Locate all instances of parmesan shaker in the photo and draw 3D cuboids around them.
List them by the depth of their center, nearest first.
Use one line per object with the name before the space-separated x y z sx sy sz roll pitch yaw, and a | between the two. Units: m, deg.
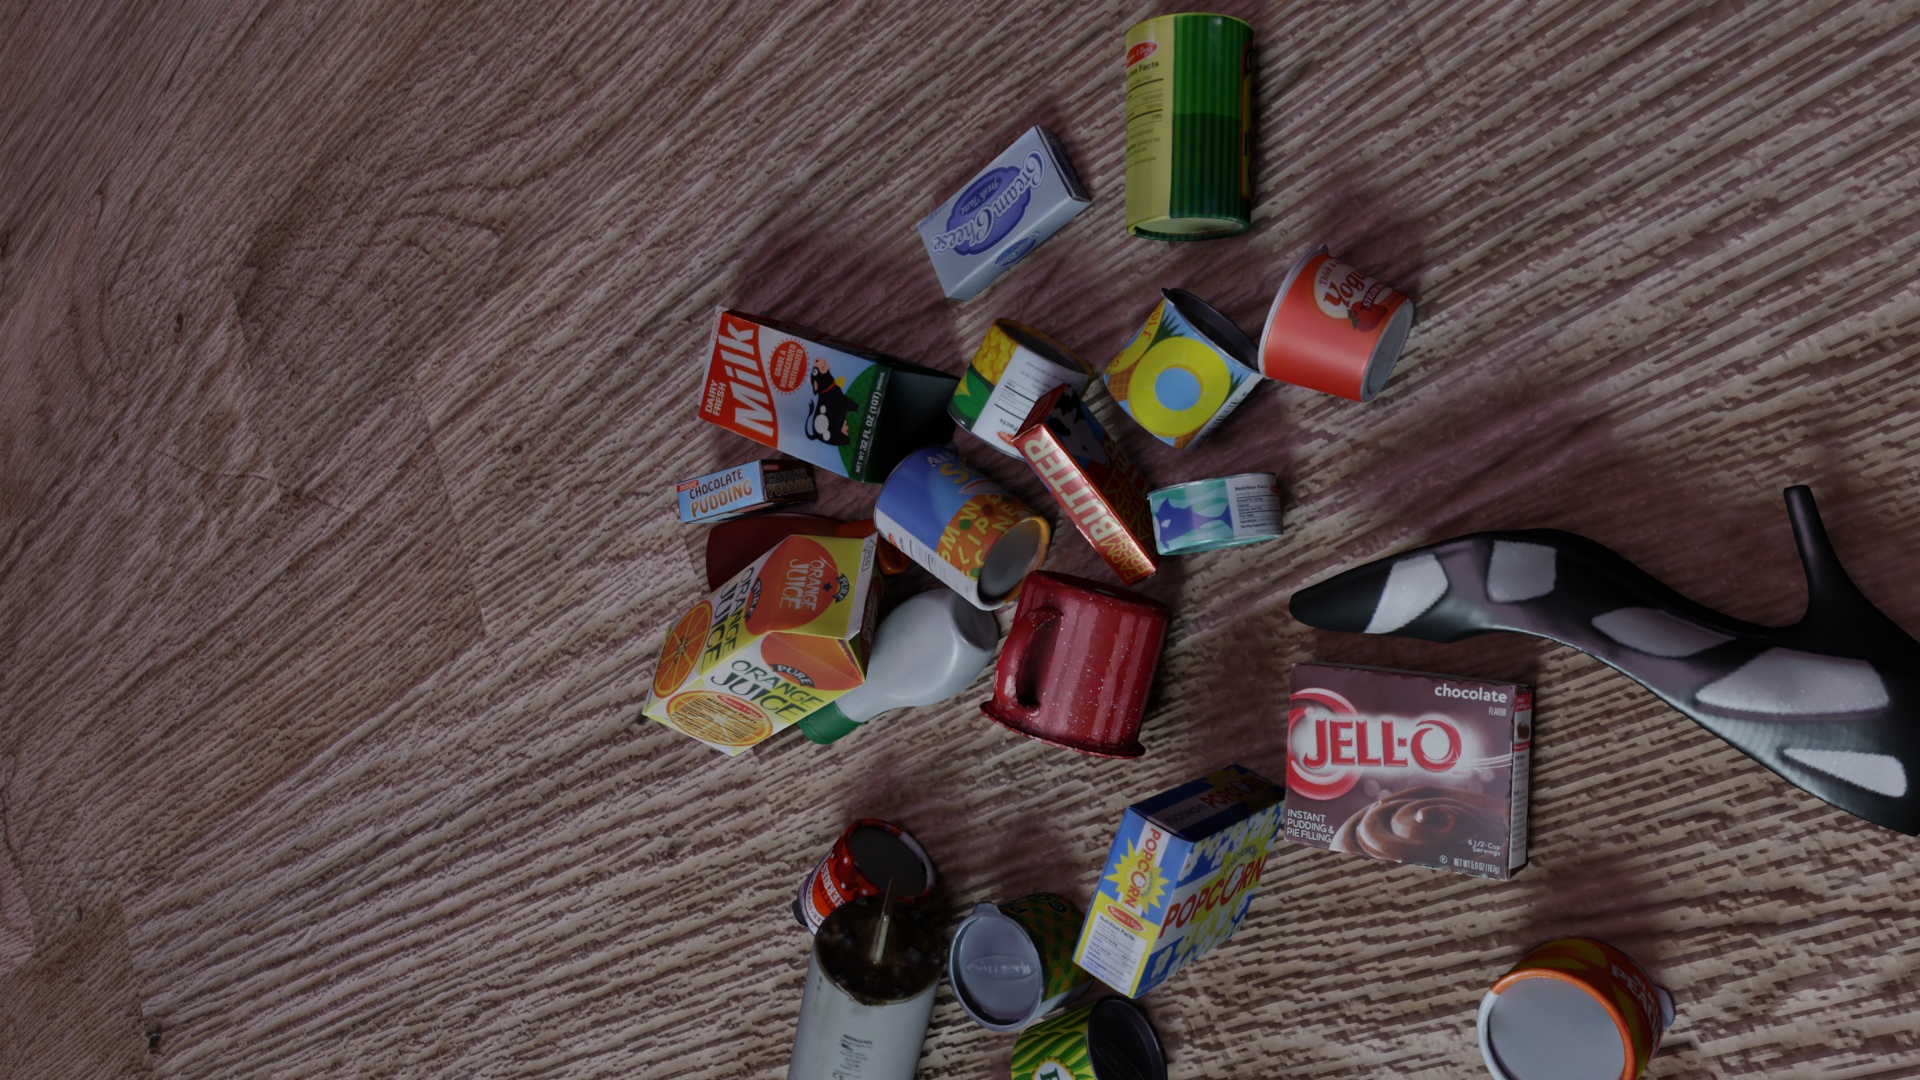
parmesan shaker | 0.119 -0.213 0.728 0.071 0.071 0.103 1 91 37

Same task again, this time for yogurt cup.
yogurt cup | 0.185 -0.102 0.679 0.054 0.072 0.072 27 106 25

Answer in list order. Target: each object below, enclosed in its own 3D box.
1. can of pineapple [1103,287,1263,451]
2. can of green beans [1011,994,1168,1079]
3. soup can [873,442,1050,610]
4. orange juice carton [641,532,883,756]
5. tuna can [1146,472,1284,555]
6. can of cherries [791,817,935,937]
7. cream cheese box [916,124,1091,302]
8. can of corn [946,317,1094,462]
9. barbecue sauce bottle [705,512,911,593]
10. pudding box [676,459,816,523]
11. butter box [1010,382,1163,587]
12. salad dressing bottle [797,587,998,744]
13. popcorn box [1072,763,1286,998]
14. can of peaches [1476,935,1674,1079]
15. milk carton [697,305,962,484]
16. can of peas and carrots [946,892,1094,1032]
can of pineapple | 0.116 -0.090 0.726 0.057 0.071 0.071 -51 62 26
can of green beans | 0.070 0.289 0.758 0.057 0.071 0.071 -34 70 32
soup can | 0.003 -0.010 0.811 0.084 0.071 0.071 35 110 31
orange juice carton | -0.112 0.061 0.859 0.192 0.073 0.072 -33 37 41
tuna can | 0.130 -0.013 0.716 0.071 0.071 0.033 -12 84 36
can of cherries | -0.059 0.213 0.851 0.071 0.071 0.058 50 117 26
cream cheese box | 0.023 -0.192 0.822 0.103 0.024 0.053 -34 71 32
can of corn | 0.034 -0.087 0.789 0.071 0.071 0.058 41 112 29
barbecue sauce bottle | -0.099 0.011 0.900 0.148 0.044 0.065 -8 87 36
pudding box | -0.143 -0.033 0.929 0.083 0.050 0.030 -12 85 37
butter box | 0.073 -0.030 0.739 0.024 0.053 0.103 -31 105 33
salad dressing bottle | -0.043 0.081 0.858 0.147 0.044 0.064 -34 66 33
popcorn box | 0.112 0.165 0.690 0.038 0.127 0.085 25 105 31
can of peaches | 0.272 0.214 0.614 0.071 0.058 0.071 0 90 37
milk carton | -0.098 -0.095 0.881 0.191 0.073 0.072 22 103 35
can of peas and carrots | 0.035 0.235 0.789 0.071 0.059 0.071 -1 88 37
